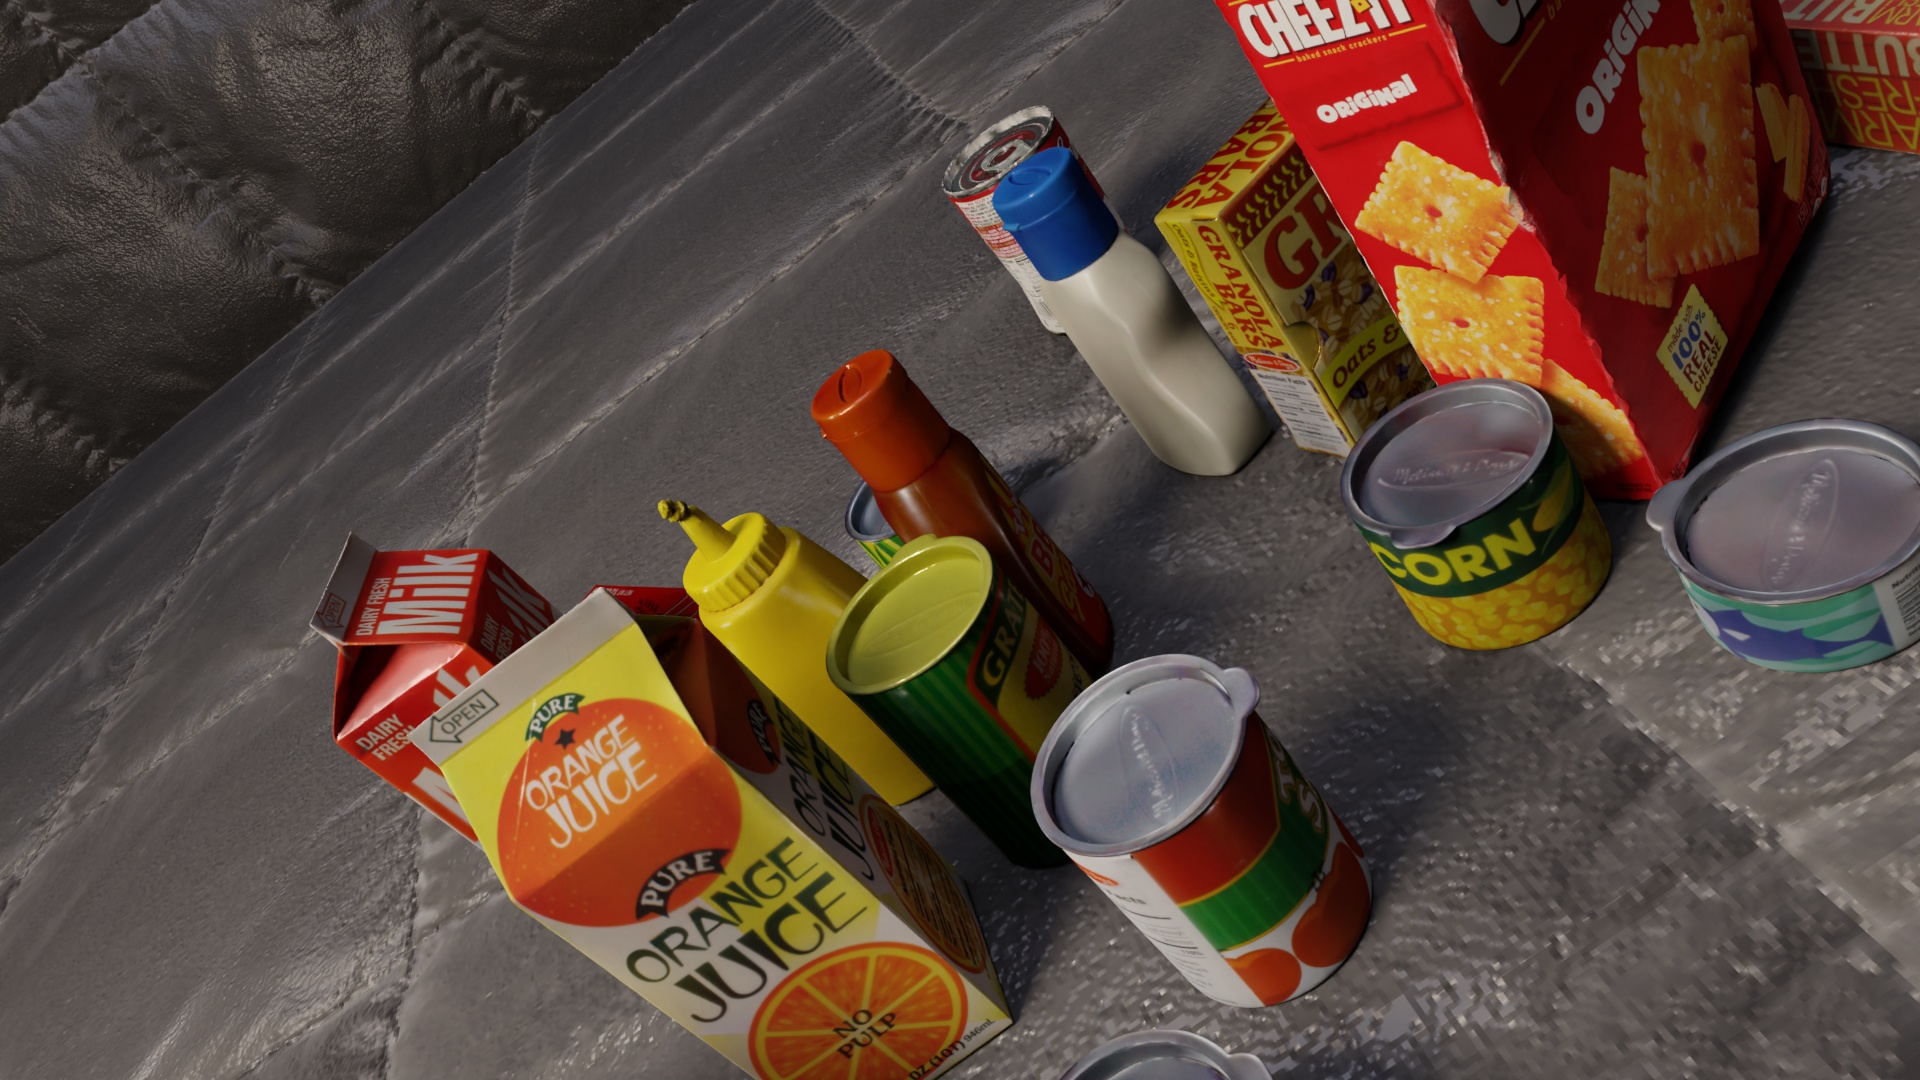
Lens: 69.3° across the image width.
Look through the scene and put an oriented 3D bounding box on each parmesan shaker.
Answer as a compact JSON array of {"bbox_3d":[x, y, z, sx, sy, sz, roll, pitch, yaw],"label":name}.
[{"bbox_3d":[0.011,0.055,0.479,0.071,0.103,0.072,-28,32,20],"label":"parmesan shaker"}]

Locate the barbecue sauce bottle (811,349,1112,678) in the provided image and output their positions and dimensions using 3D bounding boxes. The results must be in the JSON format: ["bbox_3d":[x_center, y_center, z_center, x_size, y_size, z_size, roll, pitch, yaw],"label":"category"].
[{"bbox_3d":[0.002,-0.007,0.525,0.043,0.148,0.065,-33,31,13],"label":"barbecue sauce bottle"}]

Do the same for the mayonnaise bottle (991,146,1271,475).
[{"bbox_3d":[0.068,-0.090,0.562,0.041,0.147,0.065,-47,31,-11],"label":"mayonnaise bottle"}]

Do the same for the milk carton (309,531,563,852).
[{"bbox_3d":[-0.192,0.075,0.590,0.073,0.190,0.072,-35,30,10],"label":"milk carton"}]

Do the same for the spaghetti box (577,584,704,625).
[{"bbox_3d":[-0.109,0.049,0.672,0.250,0.050,0.029,-1,48,47],"label":"spaghetti box"}]

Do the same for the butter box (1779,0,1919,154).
[{"bbox_3d":[0.311,-0.167,0.490,0.024,0.053,0.104,-41,30,-2],"label":"butter box"}]

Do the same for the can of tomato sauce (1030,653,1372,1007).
[{"bbox_3d":[0.071,0.082,0.396,0.071,0.083,0.071,-28,32,20],"label":"can of tomato sauce"}]

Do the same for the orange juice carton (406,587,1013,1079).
[{"bbox_3d":[-0.071,0.096,0.428,0.072,0.192,0.073,-37,30,5],"label":"orange juice carton"}]

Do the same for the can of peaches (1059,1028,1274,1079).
[{"bbox_3d":[0.058,0.160,0.333,0.071,0.058,0.071,-28,32,20],"label":"can of peaches"}]

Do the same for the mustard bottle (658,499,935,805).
[{"bbox_3d":[-0.057,0.035,0.524,0.065,0.160,0.049,-37,30,6],"label":"mustard bottle"}]

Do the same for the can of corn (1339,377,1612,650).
[{"bbox_3d":[0.162,-0.006,0.437,0.071,0.058,0.071,-28,32,20],"label":"can of corn"}]

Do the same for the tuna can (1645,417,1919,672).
[{"bbox_3d":[0.229,0.001,0.379,0.071,0.032,0.071,-28,32,20],"label":"tuna can"}]

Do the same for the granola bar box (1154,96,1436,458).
[{"bbox_3d":[0.167,-0.131,0.531,0.166,0.124,0.039,-47,31,-12],"label":"granola bar box"}]

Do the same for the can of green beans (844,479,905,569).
[{"bbox_3d":[-0.009,-0.006,0.626,0.071,0.057,0.071,-28,32,20],"label":"can of green beans"}]
